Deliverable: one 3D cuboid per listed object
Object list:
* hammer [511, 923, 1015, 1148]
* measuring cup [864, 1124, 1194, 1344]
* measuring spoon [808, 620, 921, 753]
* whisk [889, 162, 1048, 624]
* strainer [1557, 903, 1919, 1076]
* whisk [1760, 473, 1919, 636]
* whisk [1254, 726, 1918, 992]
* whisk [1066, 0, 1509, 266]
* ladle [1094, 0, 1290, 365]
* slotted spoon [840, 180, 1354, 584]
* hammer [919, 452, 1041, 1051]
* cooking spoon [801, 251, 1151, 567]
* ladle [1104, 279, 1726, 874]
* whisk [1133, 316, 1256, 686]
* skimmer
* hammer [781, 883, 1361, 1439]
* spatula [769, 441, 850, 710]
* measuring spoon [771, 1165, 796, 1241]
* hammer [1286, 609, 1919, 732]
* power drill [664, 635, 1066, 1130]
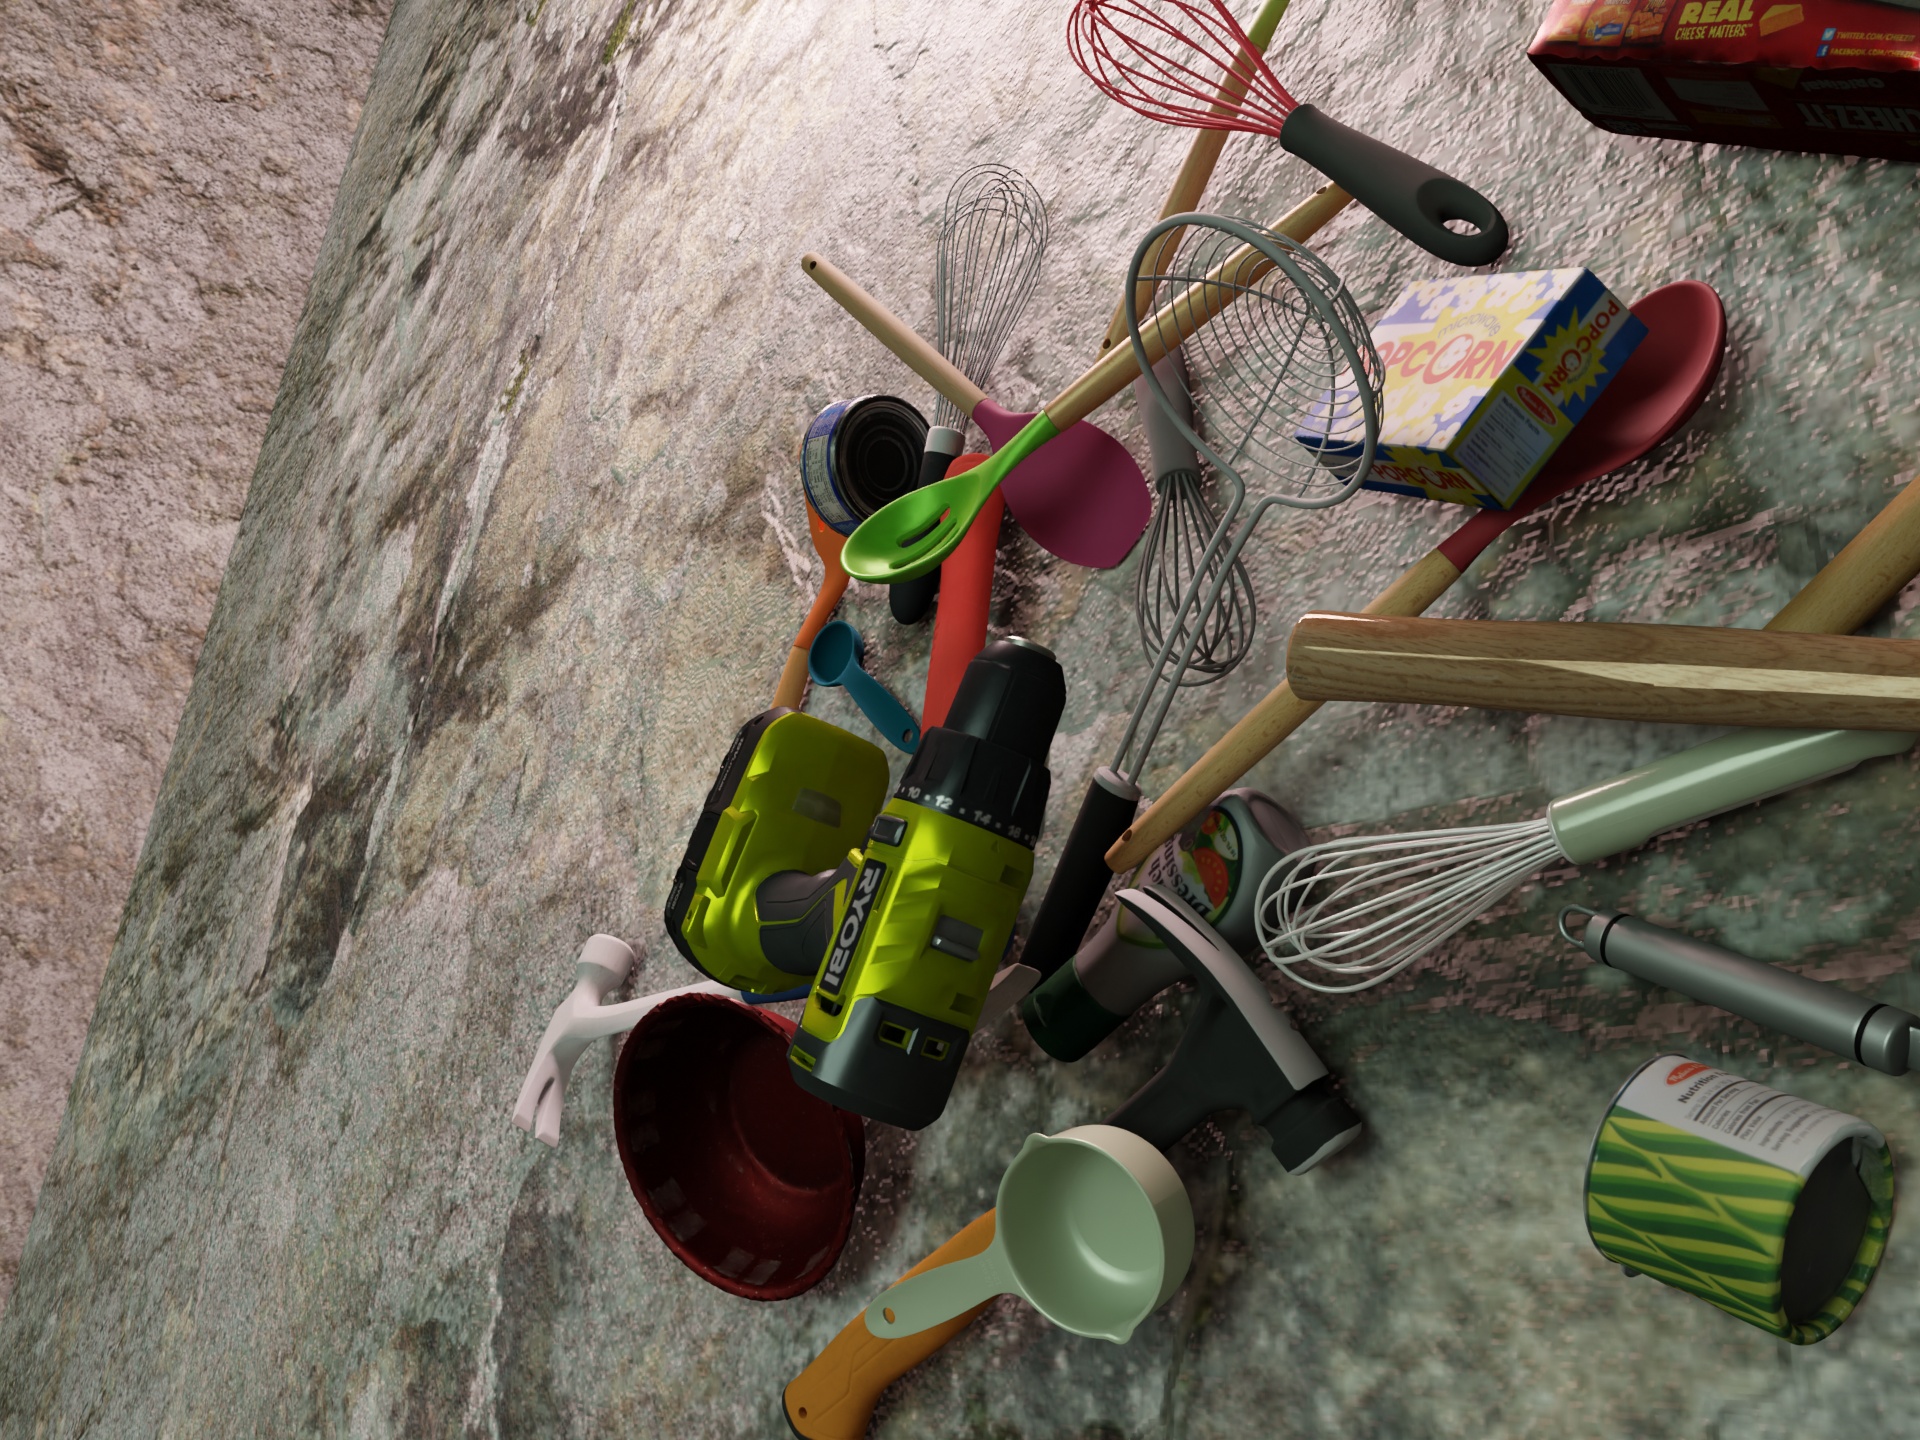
[{"bbox_3d":[-0.126,0.158,0.912,0.405,0.035,0.144,-21,38,42],"label":"hammer"},{"bbox_3d":[0.025,0.217,0.643,0.167,0.038,0.083,-36,72,35],"label":"measuring cup"},{"bbox_3d":[-0.051,-0.016,0.949,0.042,0.021,0.129,-56,46,14],"label":"measuring spoon"},{"bbox_3d":[-0.003,-0.195,0.945,0.070,0.070,0.284,7,82,53],"label":"whisk"},{"bbox_3d":[0.273,0.092,0.450,0.259,0.050,0.087,22,118,60],"label":"strainer"},{"bbox_3d":[0.331,-0.105,0.479,0.245,0.047,0.051,-53,39,25],"label":"whisk"},{"bbox_3d":[0.207,0.043,0.562,0.246,0.058,0.059,-28,86,38],"label":"whisk"},{"bbox_3d":[0.148,-0.292,0.763,0.296,0.073,0.073,48,111,34],"label":"whisk"},{"bbox_3d":[0.136,-0.338,0.844,0.078,0.062,0.320,33,101,48],"label":"ladle"},{"bbox_3d":[0.067,-0.165,0.800,0.313,0.031,0.070,-37,36,14],"label":"slotted spoon"},{"bbox_3d":[-0.001,-0.003,0.800,0.149,0.036,0.359,-40,33,46],"label":"hammer"},{"bbox_3d":[-0.002,-0.189,0.901,0.319,0.017,0.068,47,111,32],"label":"cooking spoon"},{"bbox_3d":[0.172,-0.045,0.626,0.315,0.031,0.069,-44,27,15],"label":"ladle"},{"bbox_3d":[0.104,-0.115,0.776,0.055,0.055,0.239,-35,42,36],"label":"whisk"},{"bbox_3d":[0.070,-0.024,0.664,0.127,0.090,0.363,37,118,35],"label":"skimmer"},{"bbox_3d":[0.018,0.218,0.691,0.336,0.034,0.127,-49,64,28],"label":"hammer"},{"bbox_3d":[-0.115,-0.025,1.010,0.081,0.041,0.323,10,81,53],"label":"spatula"},{"bbox_3d":[-0.105,0.228,0.880,0.034,0.018,0.124,-37,45,34],"label":"measuring spoon"},{"bbox_3d":[0.247,-0.011,0.495,0.331,0.031,0.130,5,72,45],"label":"hammer"},{"bbox_3d":[-0.041,0.055,0.691,0.228,0.080,0.190,6,73,63],"label":"power drill"}]
